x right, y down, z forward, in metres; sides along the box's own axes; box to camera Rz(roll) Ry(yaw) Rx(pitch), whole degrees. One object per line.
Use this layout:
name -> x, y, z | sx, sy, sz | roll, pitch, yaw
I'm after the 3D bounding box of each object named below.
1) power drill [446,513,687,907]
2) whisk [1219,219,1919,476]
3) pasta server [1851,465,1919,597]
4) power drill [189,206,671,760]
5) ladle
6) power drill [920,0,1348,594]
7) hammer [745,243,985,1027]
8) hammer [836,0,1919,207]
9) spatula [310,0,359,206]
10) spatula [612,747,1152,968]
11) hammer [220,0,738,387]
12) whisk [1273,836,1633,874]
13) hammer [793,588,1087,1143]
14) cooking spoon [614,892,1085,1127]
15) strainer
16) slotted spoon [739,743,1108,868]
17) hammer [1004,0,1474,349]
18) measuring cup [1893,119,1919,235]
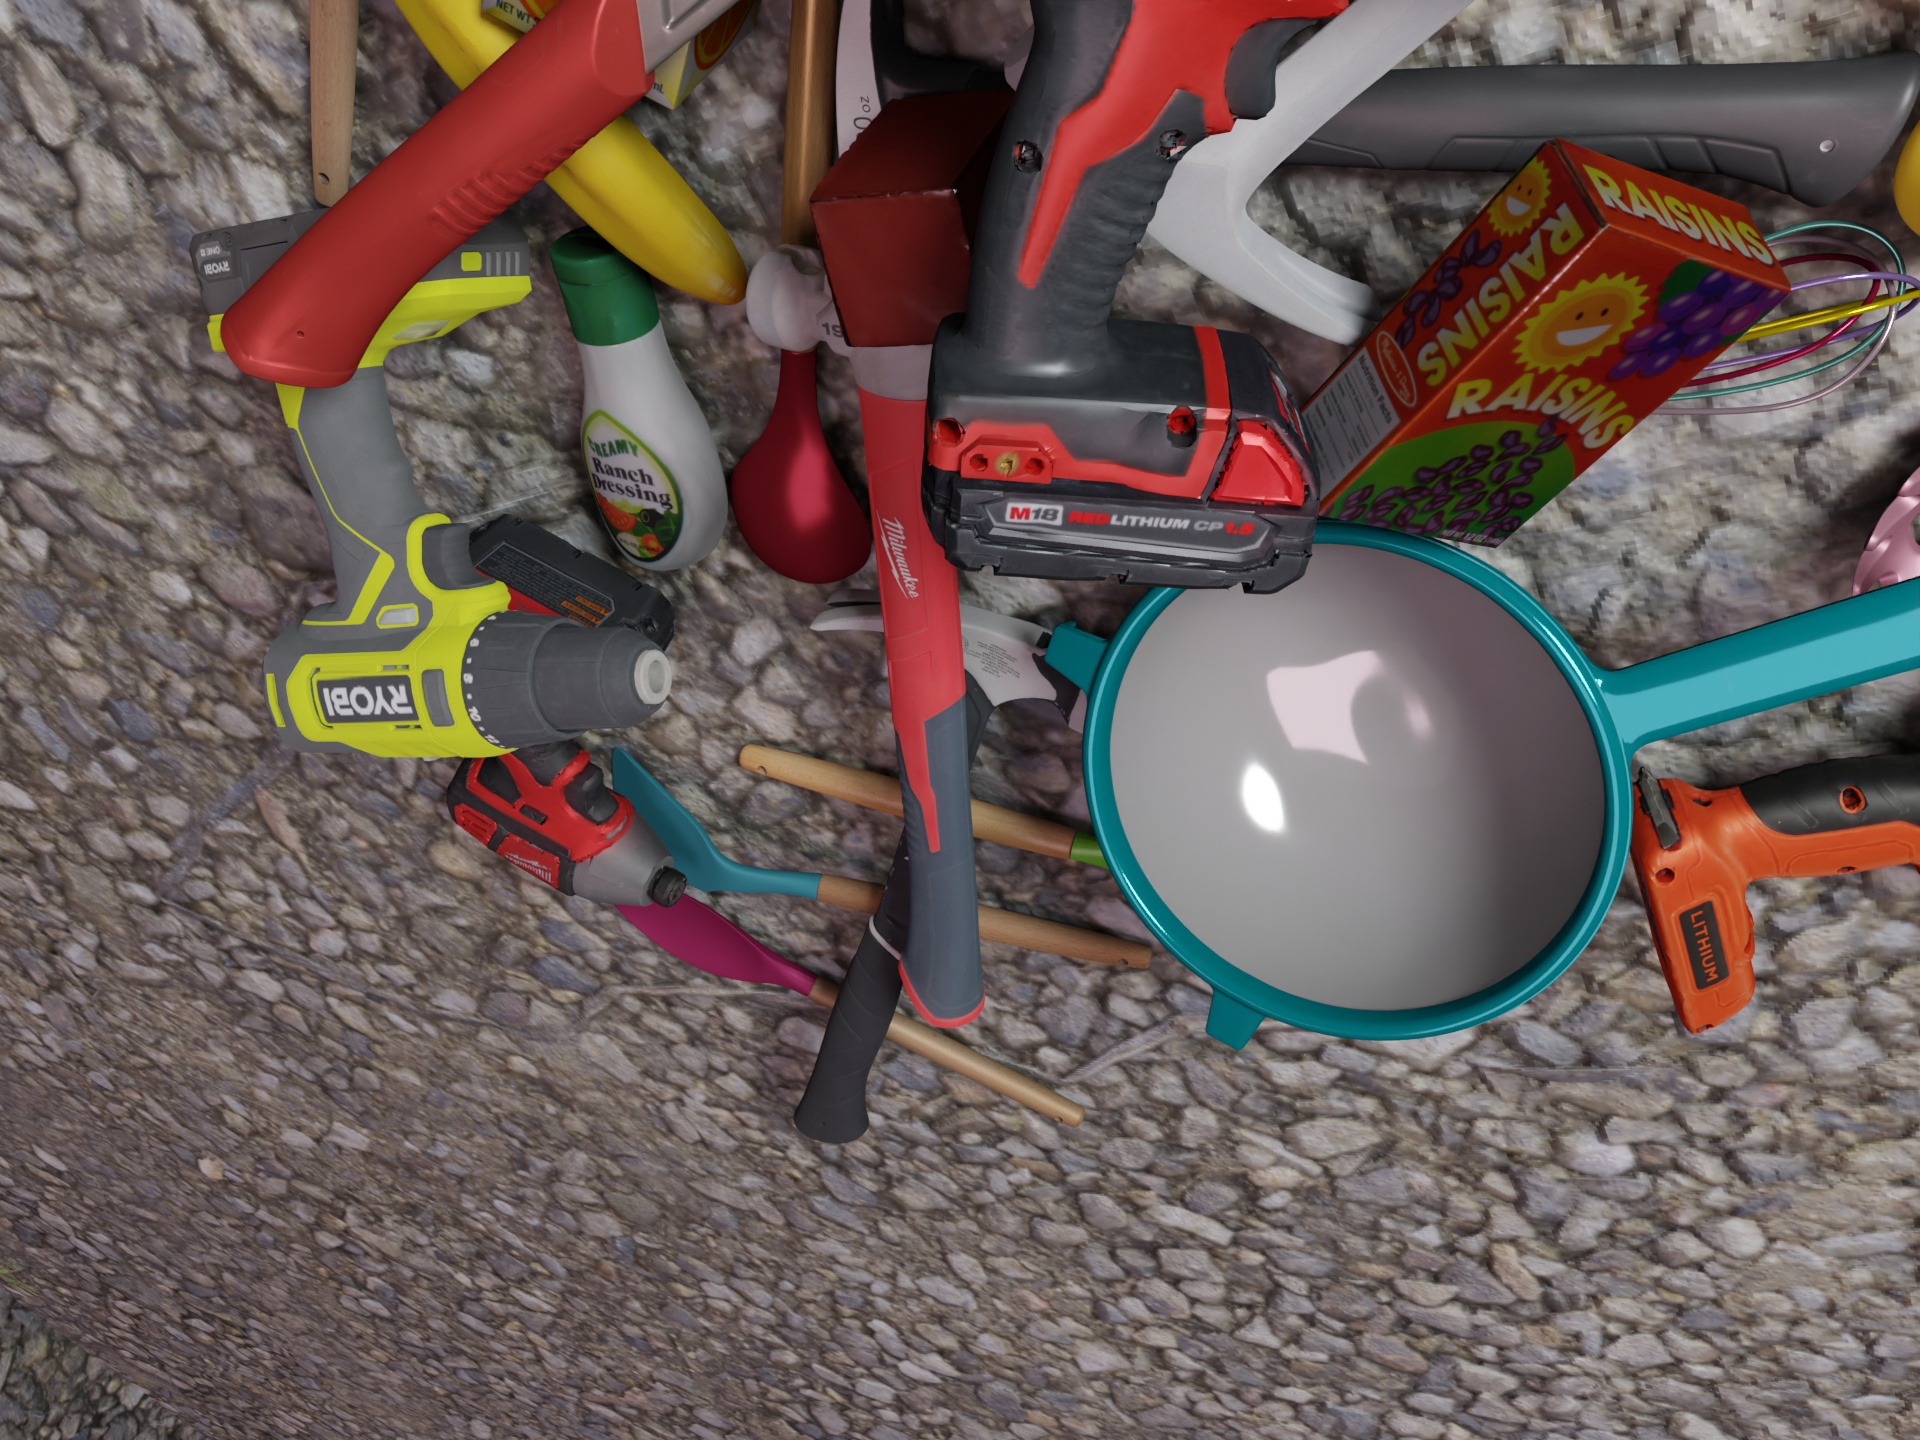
power drill -> -0.206, 0.013, 0.825 | 0.143, 0.078, 0.219 | 28, 142, 14
whisk -> 0.196, -0.116, 0.551 | 0.245, 0.047, 0.051 | -10, 129, 36
pasta server -> 0.347, -0.147, 0.455 | 0.060, 0.040, 0.316 | 18, 136, 13
power drill -> -0.220, -0.094, 0.665 | 0.190, 0.080, 0.228 | -1, 105, 24
ladle -> -0.061, -0.171, 0.625 | 0.069, 0.031, 0.315 | 18, 135, 10
power drill -> 0.076, -0.148, 0.420 | 0.188, 0.080, 0.226 | 4, 129, -1
hammer -> -0.001, -0.002, 0.671 | 0.143, 0.038, 0.386 | 20, 135, 28
hammer -> 0.116, -0.198, 0.510 | 0.335, 0.035, 0.146 | 7, 135, 18
spatula -> -0.215, -0.315, 0.556 | 0.059, 0.018, 0.315 | 22, 137, -6
spatula -> -0.050, 0.088, 0.880 | 0.317, 0.044, 0.082 | 12, 135, 6
hammer -> -0.132, -0.206, 0.497 | 0.359, 0.037, 0.149 | -22, 127, 33
whisk -> 0.247, 0.054, 0.695 | 0.246, 0.058, 0.059 | -7, 170, 24
hammer -> -0.037, 0.100, 0.830 | 0.149, 0.036, 0.408 | 24, 131, 5
cooking spoon -> -0.067, 0.174, 0.974 | 0.319, 0.017, 0.068 | 27, 138, -2
strainer -> 0.213, -0.004, 0.607 | 0.340, 0.095, 0.211 | -20, 97, 32
slotted spoon -> 0.032, 0.058, 0.809 | 0.314, 0.031, 0.070 | 15, 133, 12
hammer -> 0.200, -0.242, 0.381 | 0.144, 0.035, 0.405 | 38, 130, -24
measuring cup -> 0.281, -0.192, 0.419 | 0.062, 0.029, 0.156 | -26, 136, 1
